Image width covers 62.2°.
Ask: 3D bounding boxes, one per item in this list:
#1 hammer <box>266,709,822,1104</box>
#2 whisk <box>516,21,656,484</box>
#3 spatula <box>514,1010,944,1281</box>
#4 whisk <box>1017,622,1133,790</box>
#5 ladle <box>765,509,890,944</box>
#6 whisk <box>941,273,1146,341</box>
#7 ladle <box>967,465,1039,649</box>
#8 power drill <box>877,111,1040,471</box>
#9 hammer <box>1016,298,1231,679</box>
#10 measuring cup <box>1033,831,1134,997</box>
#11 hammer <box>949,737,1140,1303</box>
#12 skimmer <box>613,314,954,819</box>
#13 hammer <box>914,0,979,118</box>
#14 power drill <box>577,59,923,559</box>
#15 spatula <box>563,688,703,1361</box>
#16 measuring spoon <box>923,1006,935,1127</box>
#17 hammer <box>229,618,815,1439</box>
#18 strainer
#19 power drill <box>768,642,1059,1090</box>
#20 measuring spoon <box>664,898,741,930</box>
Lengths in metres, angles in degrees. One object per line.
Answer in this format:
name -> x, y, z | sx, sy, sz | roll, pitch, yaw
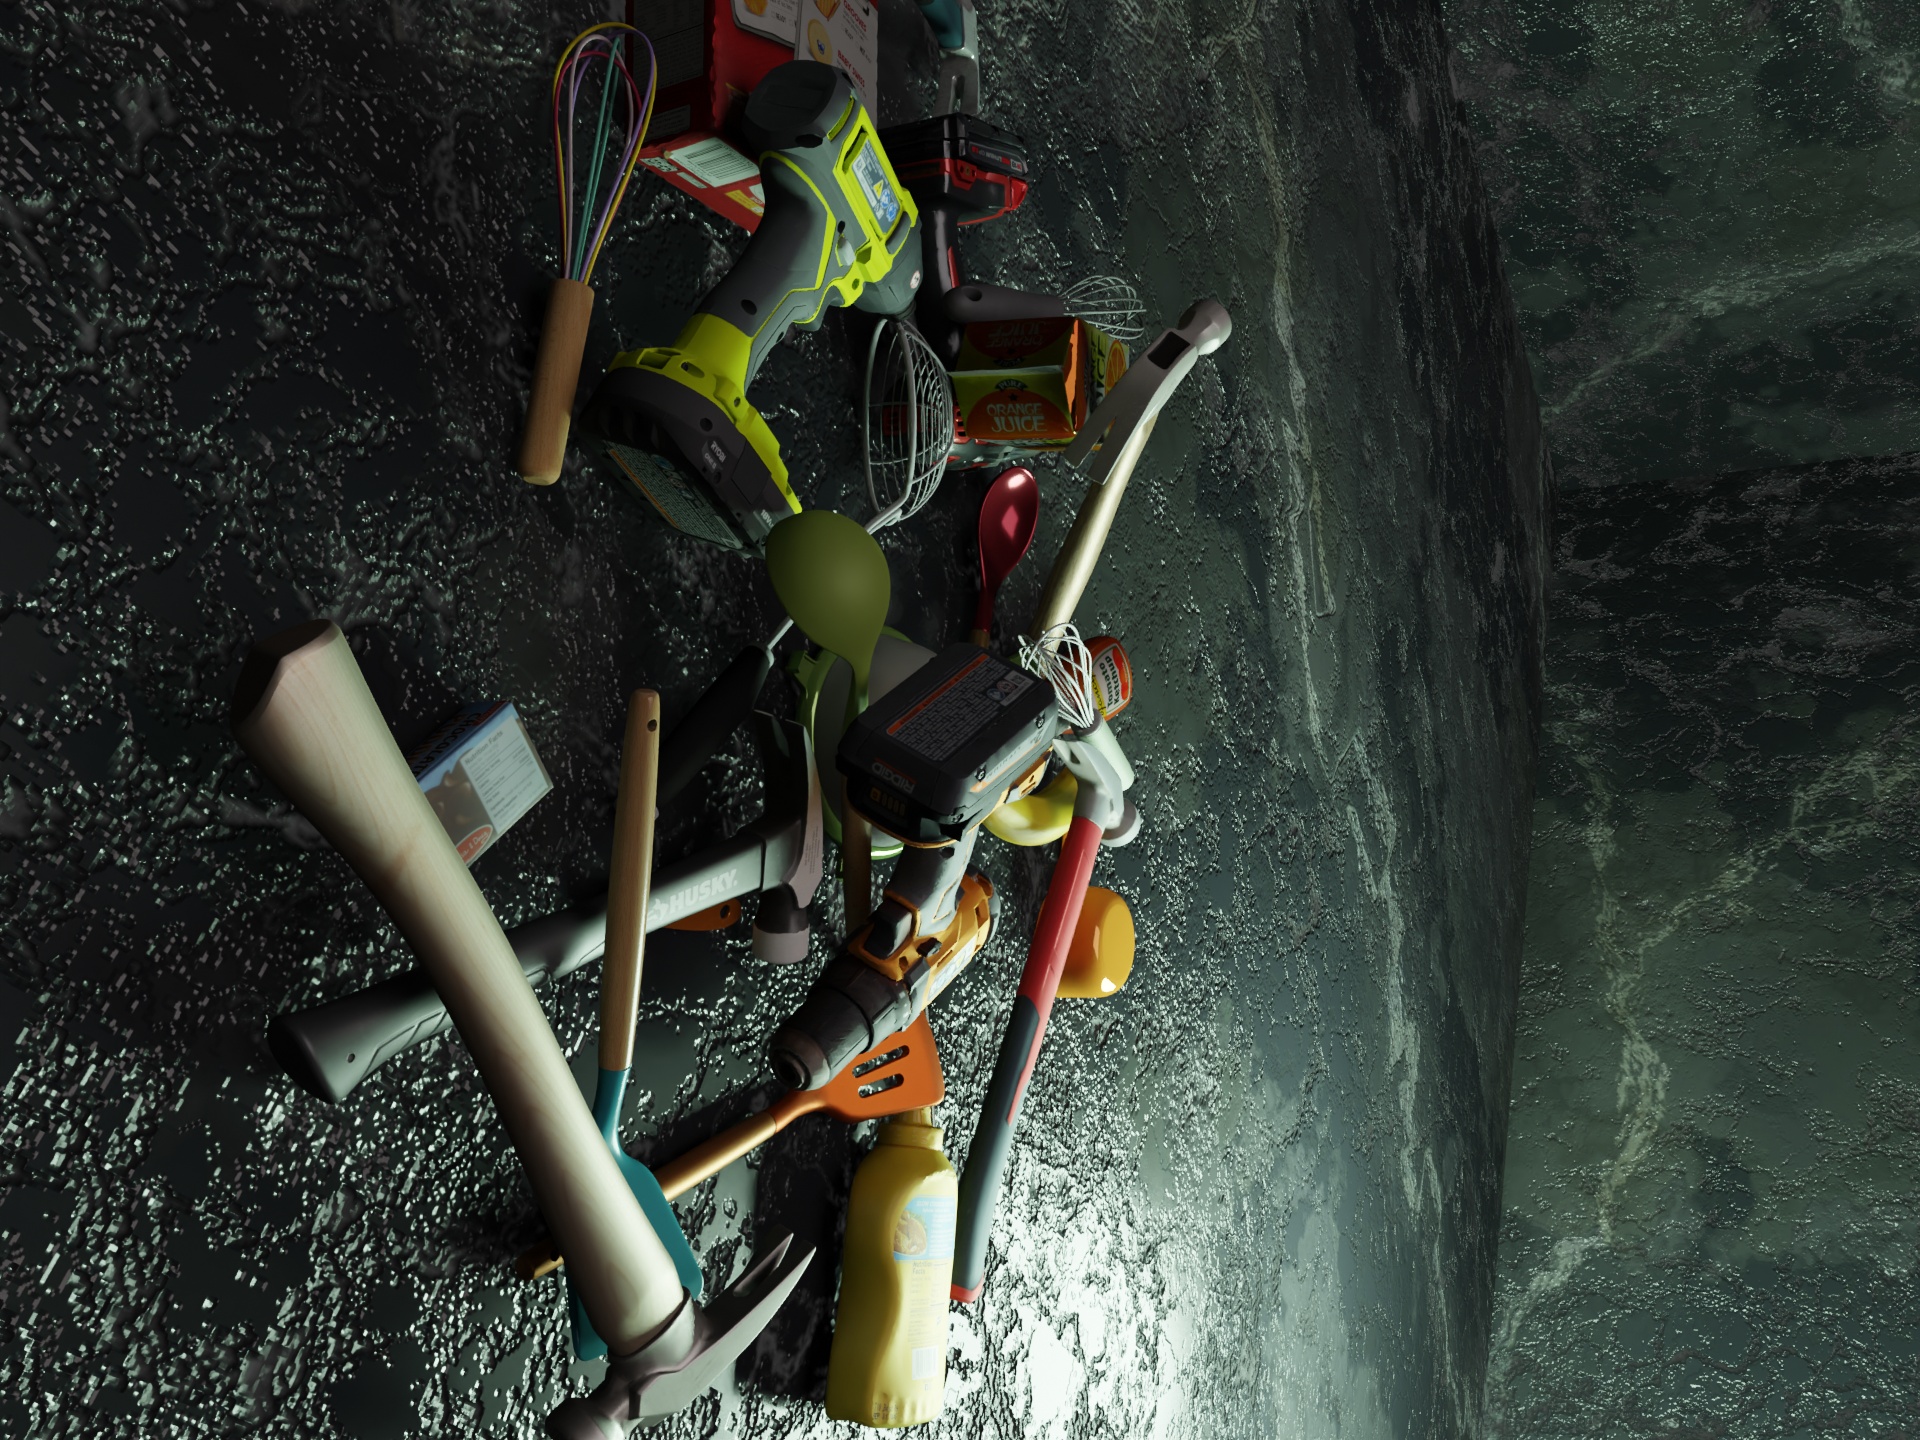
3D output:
hammer -> -0.176, 0.095, 0.760 | 0.334, 0.035, 0.146 | -21, 122, -55
whisk -> -0.193, -0.235, 0.792 | 0.047, 0.051, 0.245 | 12, 79, -23
spatula -> -0.115, 0.229, 0.873 | 0.322, 0.041, 0.081 | -17, 90, -58
whisk -> 0.089, -0.002, 1.162 | 0.059, 0.058, 0.246 | -53, 150, -10
ladle -> -0.071, 0.025, 0.900 | 0.078, 0.062, 0.319 | -74, 169, -51
whisk -> 0.059, -0.281, 1.080 | 0.239, 0.055, 0.055 | -17, 102, -54
ladle -> 0.011, -0.038, 1.133 | 0.069, 0.031, 0.316 | 35, 59, -50
power drill -> 0.008, -0.287, 1.106 | 0.188, 0.080, 0.226 | -14, 102, -60
hammer -> 0.086, -0.128, 1.075 | 0.130, 0.031, 0.331 | -45, 166, -35
measuring cup -> 0.104, 0.132, 1.249 | 0.095, 0.052, 0.174 | 21, 71, -58
hammer -> 0.042, 0.202, 1.104 | 0.143, 0.038, 0.386 | 50, 52, -52
skimmer -> -0.106, -0.093, 0.913 | 0.363, 0.090, 0.127 | -55, 175, -32
hammer -> -0.026, -0.470, 1.001 | 0.331, 0.033, 0.128 | -41, 128, -77
power drill -> -0.094, -0.205, 0.844 | 0.223, 0.080, 0.171 | -63, 154, -16
spatula -> -0.152, 0.141, 0.746 | 0.082, 0.044, 0.317 | -13, 114, -52
measuring spoon -> -0.027, 0.247, 1.054 | 0.034, 0.018, 0.124 | 70, 16, -76
hammer -> -0.180, 0.138, 0.675 | 0.146, 0.038, 0.410 | -38, 124, -34
strainer -> -0.002, -0.003, 1.038 | 0.256, 0.069, 0.151 | -27, 110, -50
power drill -> -0.033, 0.090, 0.884 | 0.185, 0.084, 0.226 | -40, 151, -45
measuring spoon -> -0.154, 0.101, 0.852 | 0.116, 0.011, 0.021 | 15, 89, -62
